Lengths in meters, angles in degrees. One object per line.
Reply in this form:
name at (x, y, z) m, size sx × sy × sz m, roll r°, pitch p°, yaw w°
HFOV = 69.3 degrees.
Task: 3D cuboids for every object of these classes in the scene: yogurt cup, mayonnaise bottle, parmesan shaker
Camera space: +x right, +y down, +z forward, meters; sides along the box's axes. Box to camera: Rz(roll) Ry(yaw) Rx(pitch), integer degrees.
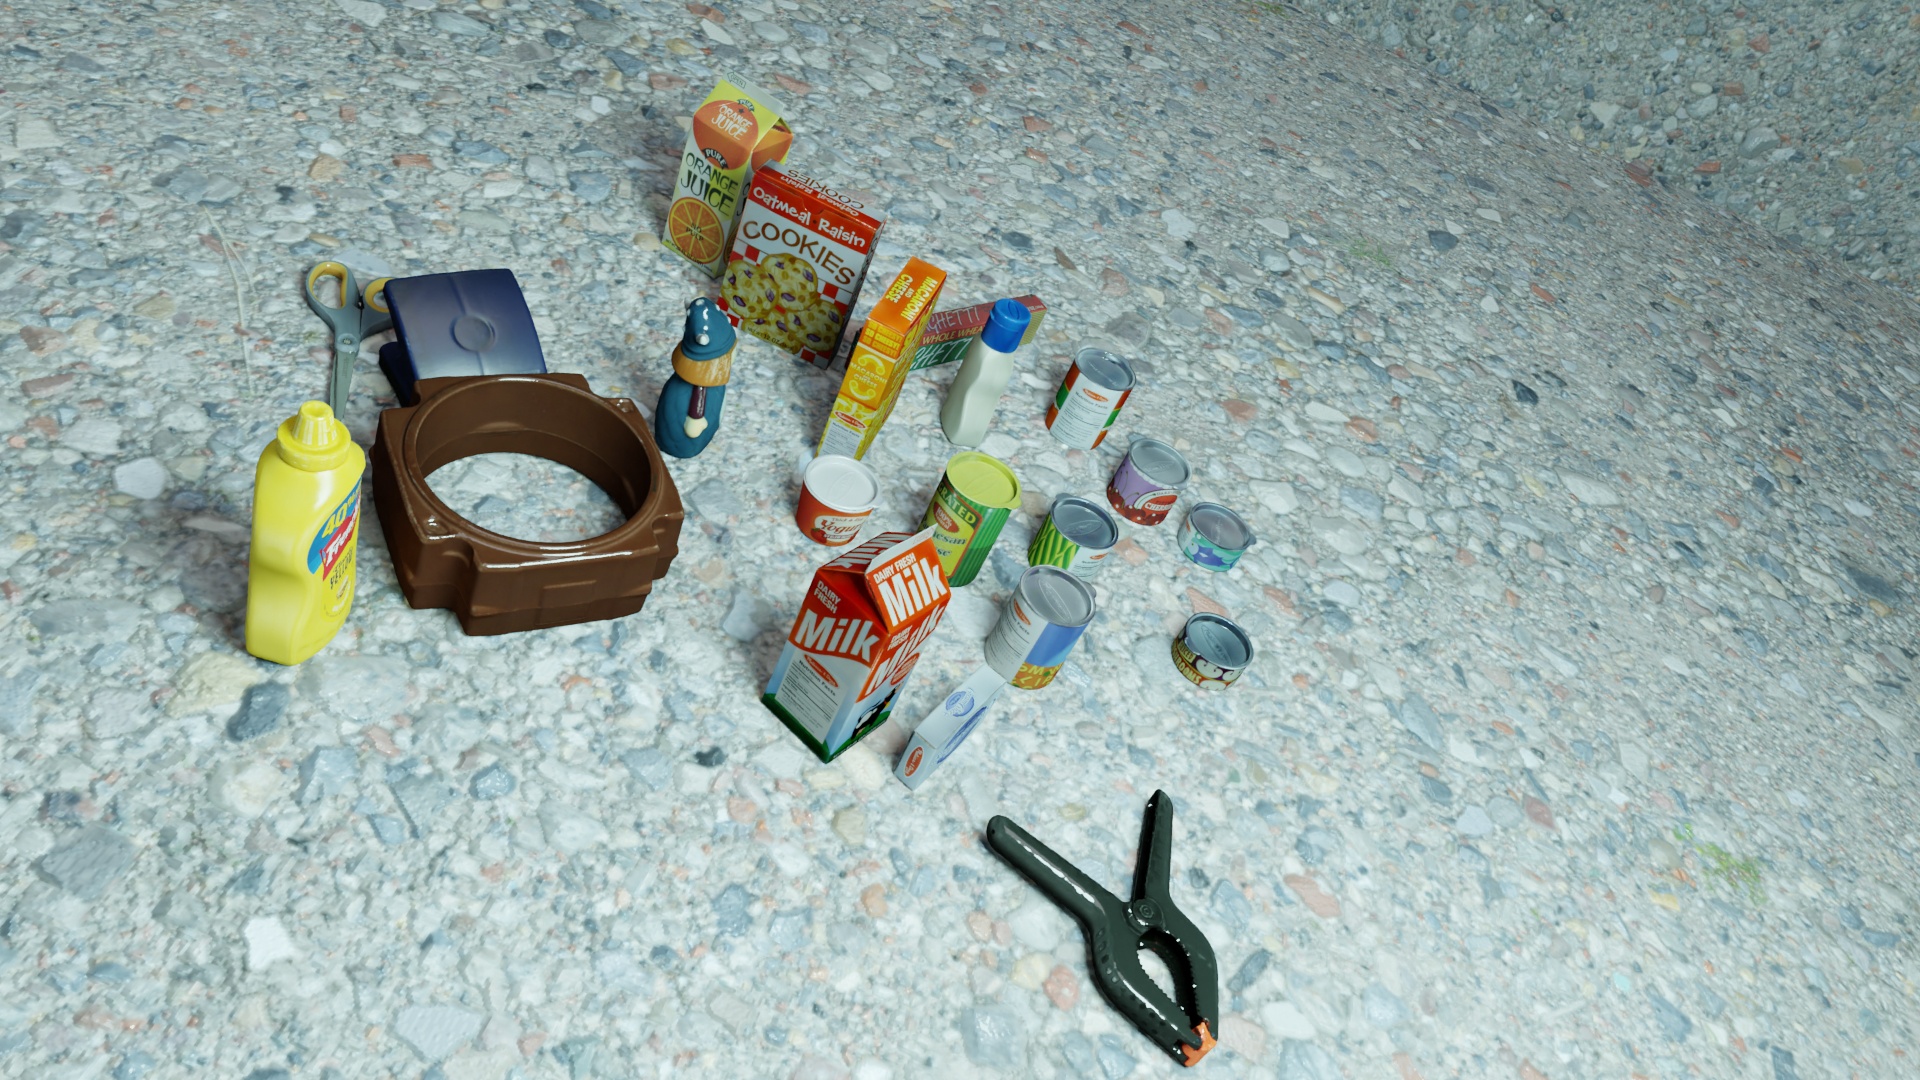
yogurt cup at (-0.107, -0.032, 1.181) m, size 0.072 × 0.053 × 0.073 m, roll 15°, pitch 41°, yaw -13°
mayonnaise bottle at (0.024, -0.160, 1.315) m, size 0.041 × 0.147 × 0.065 m, roll 8°, pitch 43°, yaw -21°
parmesan shaker at (0.004, -0.015, 1.184) m, size 0.071 × 0.102 × 0.072 m, roll 15°, pitch 41°, yaw -13°

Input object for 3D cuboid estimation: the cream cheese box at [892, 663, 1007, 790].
cream cheese box at (-0.008, 0.140, 1.050) m, size 0.024 × 0.053 × 0.104 m, roll 37°, pitch 41°, yaw 13°

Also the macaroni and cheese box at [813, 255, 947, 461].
macaroni and cheese box at (-0.071, -0.155, 1.245) m, size 0.040 × 0.165 × 0.124 m, roll 27°, pitch 40°, yaw 0°

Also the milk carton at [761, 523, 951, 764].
milk carton at (-0.070, 0.065, 0.991) m, size 0.073 × 0.189 × 0.073 m, roll 41°, pitch 42°, yaw 17°

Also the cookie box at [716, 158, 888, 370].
cookie box at (-0.153, -0.258, 1.311) m, size 0.123 × 0.166 × 0.040 m, roll 25°, pitch 40°, yaw -2°

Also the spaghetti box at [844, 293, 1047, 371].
spaghetti box at (-0.011, -0.210, 1.426) m, size 0.251 × 0.050 × 0.029 m, roll -19°, pitch 58°, yaw -41°

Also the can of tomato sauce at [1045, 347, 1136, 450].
can of tomato sauce at (0.131, -0.144, 1.405) m, size 0.071 × 0.082 × 0.071 m, roll 15°, pitch 41°, yaw -13°

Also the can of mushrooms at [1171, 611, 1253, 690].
can of mushrooms at (0.221, 0.099, 1.231) m, size 0.071 × 0.033 × 0.071 m, roll 15°, pitch 41°, yaw -13°

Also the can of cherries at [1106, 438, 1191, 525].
can of cherries at (0.185, -0.055, 1.358) m, size 0.071 × 0.058 × 0.072 m, roll 15°, pitch 41°, yaw -13°

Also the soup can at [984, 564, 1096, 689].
soup can at (0.066, 0.071, 1.139) m, size 0.071 × 0.083 × 0.072 m, roll 15°, pitch 41°, yaw -13°

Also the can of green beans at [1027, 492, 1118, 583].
can of green beans at (0.101, 0.003, 1.251) m, size 0.071 × 0.057 × 0.071 m, roll 15°, pitch 41°, yaw -13°

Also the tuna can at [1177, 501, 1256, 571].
tuna can at (0.250, -0.002, 1.356) m, size 0.071 × 0.032 × 0.071 m, roll 15°, pitch 41°, yaw -13°

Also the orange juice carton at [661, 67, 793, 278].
orange juice carton at (-0.225, -0.362, 1.365) m, size 0.072 × 0.191 × 0.073 m, roll 35°, pitch 40°, yaw 10°
